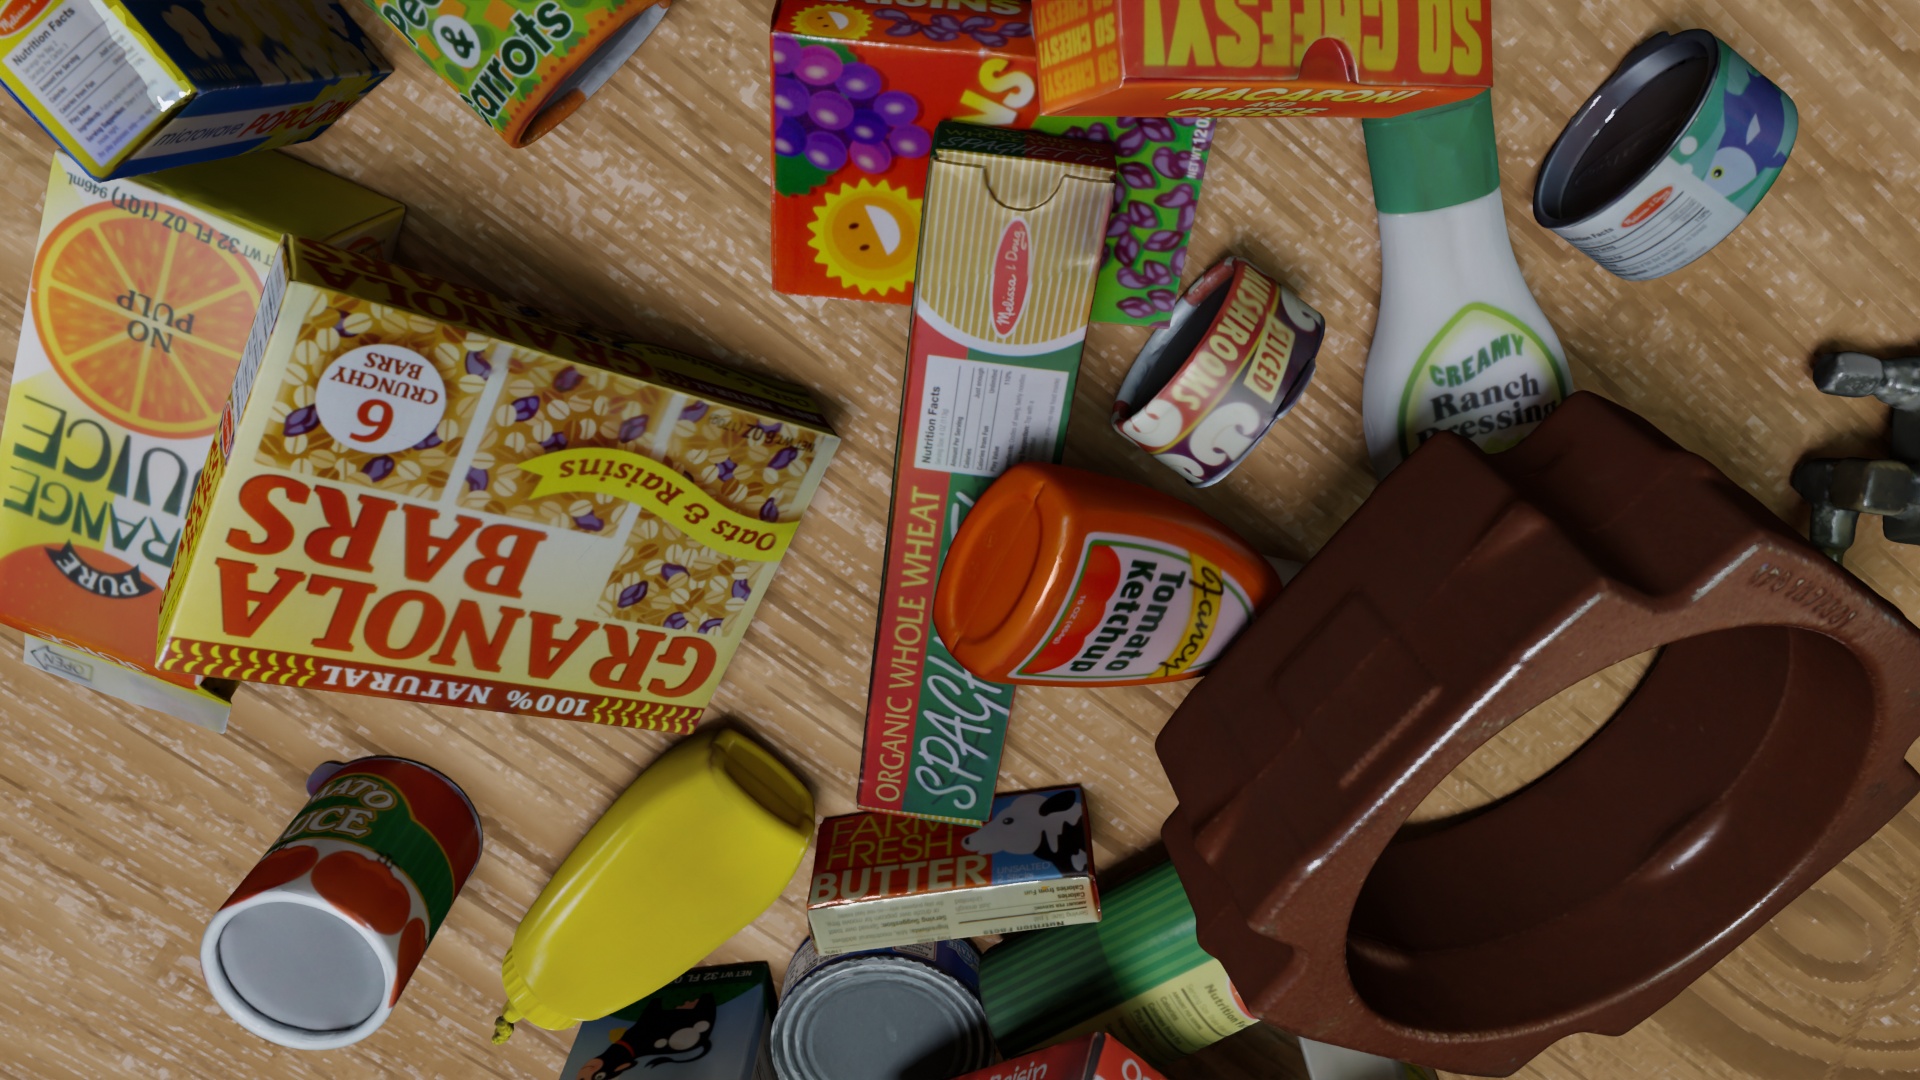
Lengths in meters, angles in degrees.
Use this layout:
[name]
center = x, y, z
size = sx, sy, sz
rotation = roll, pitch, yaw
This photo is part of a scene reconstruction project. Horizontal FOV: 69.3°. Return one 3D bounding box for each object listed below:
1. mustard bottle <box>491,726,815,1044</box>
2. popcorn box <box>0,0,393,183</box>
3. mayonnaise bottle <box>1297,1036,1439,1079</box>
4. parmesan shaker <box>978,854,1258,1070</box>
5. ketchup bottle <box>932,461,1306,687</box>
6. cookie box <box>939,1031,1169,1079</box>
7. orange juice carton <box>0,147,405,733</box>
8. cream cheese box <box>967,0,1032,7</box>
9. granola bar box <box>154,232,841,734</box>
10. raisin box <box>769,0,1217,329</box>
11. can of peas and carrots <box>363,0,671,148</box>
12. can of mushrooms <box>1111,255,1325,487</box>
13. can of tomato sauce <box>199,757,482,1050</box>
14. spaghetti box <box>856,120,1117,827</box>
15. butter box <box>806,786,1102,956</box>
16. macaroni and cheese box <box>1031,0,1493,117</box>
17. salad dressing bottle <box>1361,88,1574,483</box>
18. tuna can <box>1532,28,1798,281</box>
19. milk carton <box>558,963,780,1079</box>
[mustard bottle]
center = -0.125, 0.137, 0.516
size = 0.160, 0.049, 0.065
rotation = -42, 106, 16
[popcorn box]
center = -0.213, -0.145, 0.365
size = 0.038, 0.127, 0.085
rotation = -35, 107, 11
[mayonnaise bottle]
center = 0.154, 0.212, 0.486
size = 0.041, 0.149, 0.064
rotation = -38, 107, 14
[parmesan shaker]
center = 0.065, 0.157, 0.510
size = 0.103, 0.071, 0.071
rotation = -31, 108, 13
[ketchup bottle]
center = 0.064, 0.017, 0.431
size = 0.149, 0.044, 0.064
rotation = 10, 117, -41
[cookie box]
center = 0.063, 0.244, 0.486
size = 0.167, 0.040, 0.122
rotation = 41, 132, -14
[orange juice carton]
center = -0.247, -0.026, 0.441
size = 0.072, 0.073, 0.192
rotation = 22, 111, -8
[cream cheese box]
center = 0.044, -0.171, 0.405
size = 0.104, 0.024, 0.053
rotation = 2, 112, 0
[granola bar box]
center = -0.137, -0.008, 0.425
size = 0.165, 0.039, 0.123
rotation = 14, 113, -36
[raisin box]
center = 0.007, -0.112, 0.407
size = 0.123, 0.040, 0.085
rotation = 5, 134, -2
[can of peas and carrots]
center = -0.125, -0.153, 0.390
size = 0.071, 0.071, 0.058
rotation = -40, 106, 15
[can of mushrooms]
center = 0.079, -0.052, 0.426
size = 0.033, 0.071, 0.071
rotation = 34, 108, -10
[can of tomato sauce]
center = -0.218, 0.126, 0.494
size = 0.071, 0.083, 0.071
rotation = 0, 112, 1
[spaghetti box]
center = 0.002, -0.005, 0.438
size = 0.050, 0.029, 0.248
rotation = 7, 126, -2
[butter box]
center = -0.003, 0.119, 0.505
size = 0.103, 0.053, 0.024
rotation = -8, 114, 5
[macaroni and cheese box]
center = 0.072, -0.191, 0.338
size = 0.124, 0.040, 0.166
rotation = -10, 99, -29
[salad dressing bottle]
center = 0.153, -0.071, 0.432
size = 0.064, 0.044, 0.147
rotation = -14, 110, 5
[tuna can]
center = 0.204, -0.113, 0.405
size = 0.033, 0.071, 0.071
rotation = 31, 109, -12
[milk carton]
center = -0.109, 0.239, 0.479
size = 0.072, 0.191, 0.073
rotation = -7, 111, 4
